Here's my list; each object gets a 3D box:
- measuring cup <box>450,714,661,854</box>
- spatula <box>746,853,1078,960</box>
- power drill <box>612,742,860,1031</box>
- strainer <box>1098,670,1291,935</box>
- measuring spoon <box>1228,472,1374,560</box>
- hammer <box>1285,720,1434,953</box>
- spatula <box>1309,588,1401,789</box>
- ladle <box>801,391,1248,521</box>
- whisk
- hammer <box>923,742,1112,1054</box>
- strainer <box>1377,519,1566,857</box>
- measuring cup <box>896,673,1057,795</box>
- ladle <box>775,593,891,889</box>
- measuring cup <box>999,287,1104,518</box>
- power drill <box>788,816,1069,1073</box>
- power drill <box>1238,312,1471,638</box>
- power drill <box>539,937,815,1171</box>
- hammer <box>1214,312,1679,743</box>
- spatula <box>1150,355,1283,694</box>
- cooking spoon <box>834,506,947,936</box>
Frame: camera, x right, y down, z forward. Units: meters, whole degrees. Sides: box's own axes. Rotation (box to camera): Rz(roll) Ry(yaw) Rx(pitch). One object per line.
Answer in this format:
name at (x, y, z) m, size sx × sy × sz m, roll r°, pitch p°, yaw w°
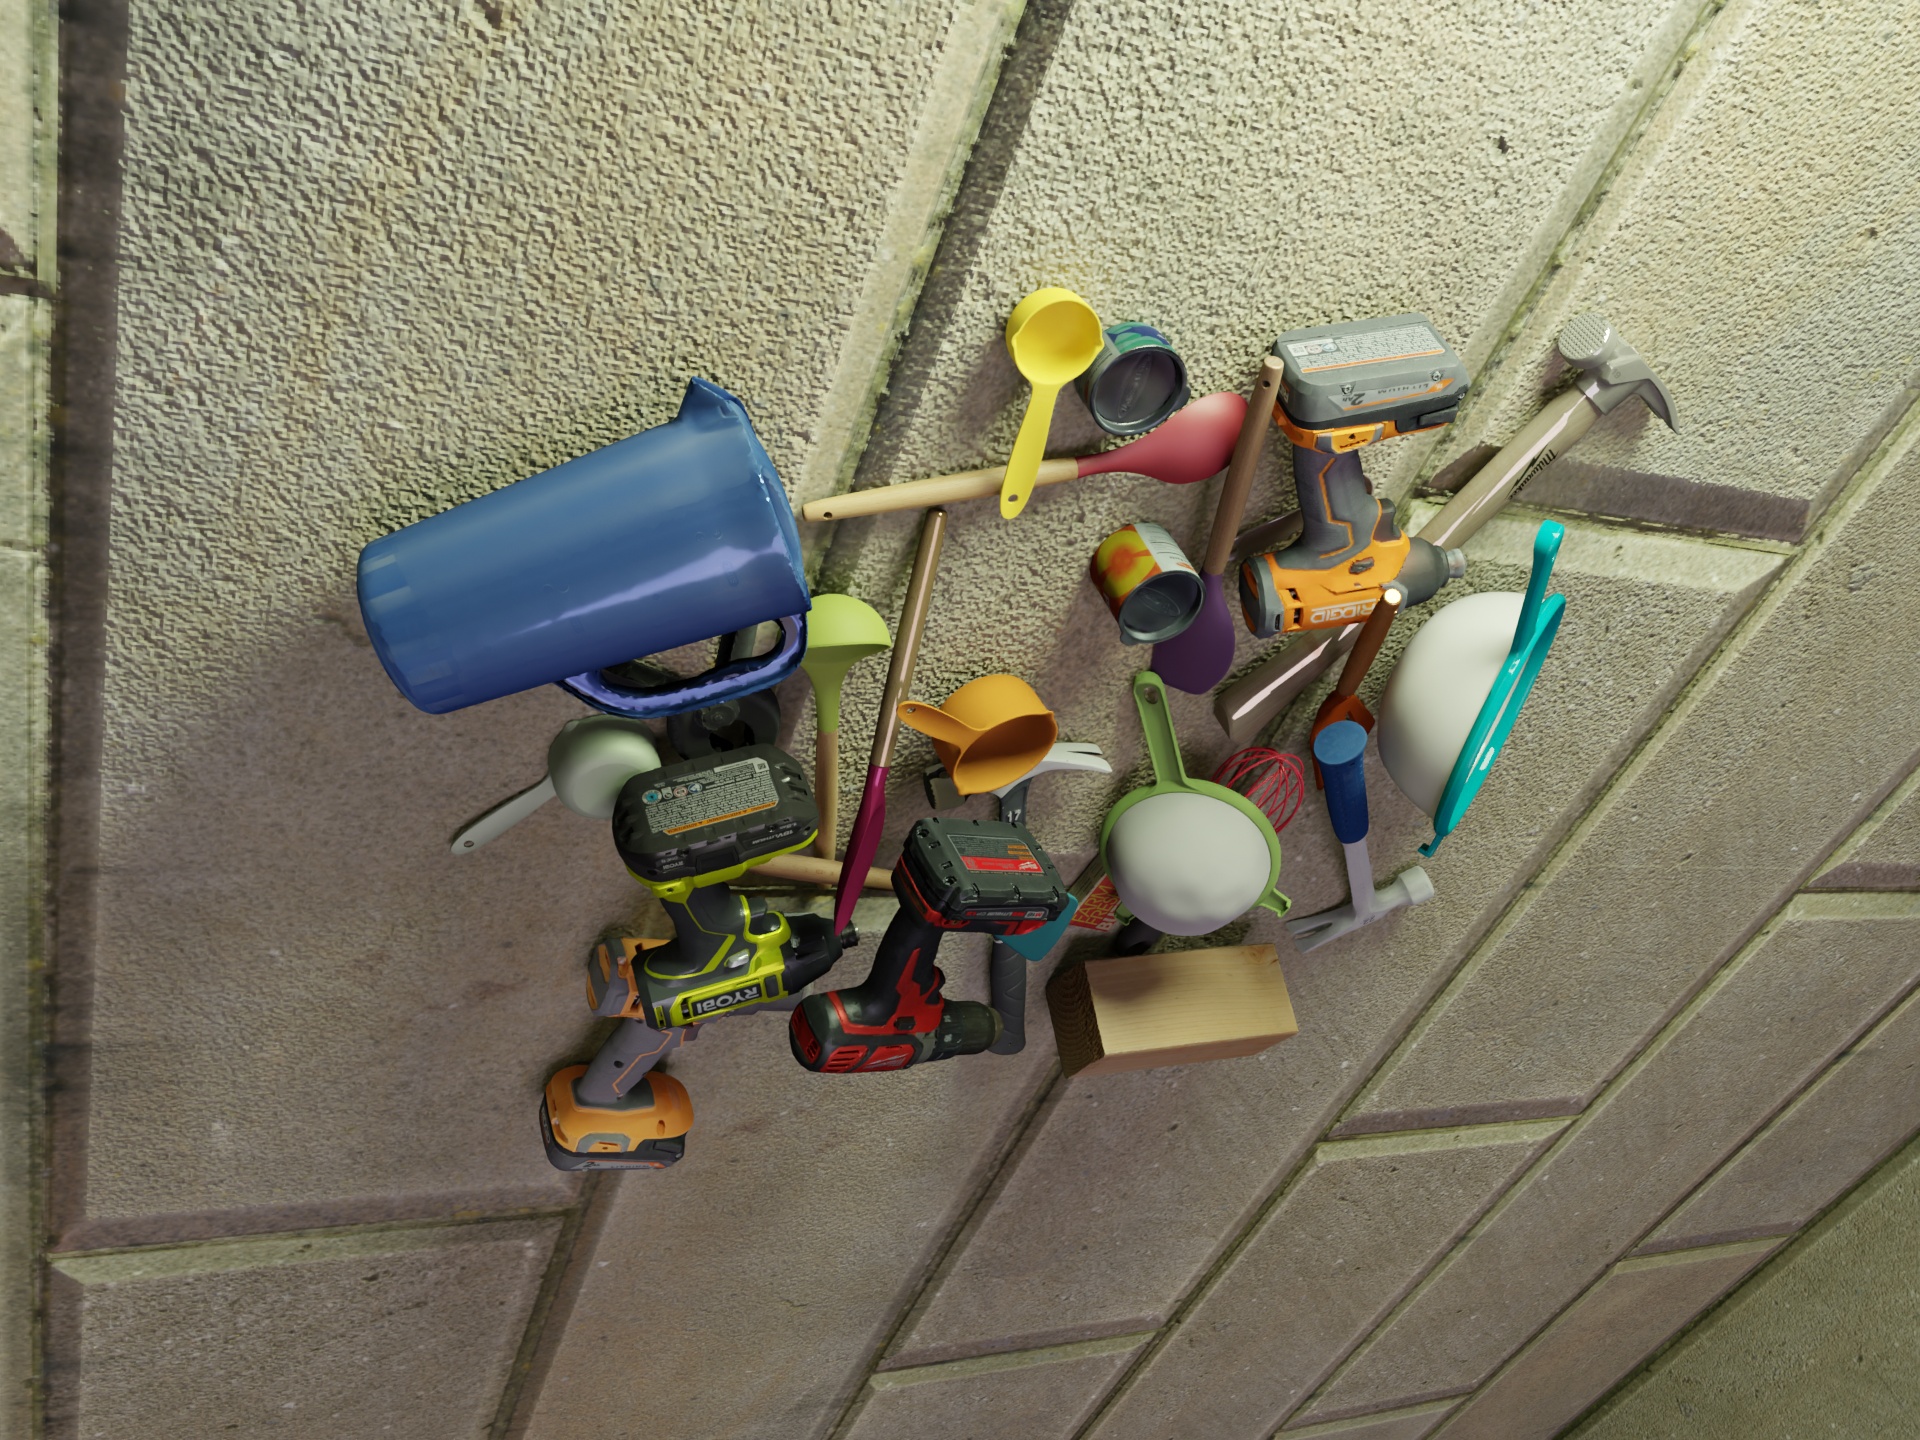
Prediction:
measuring cup at (-0.283, 0.059, 1.106) m, size 0.167 × 0.038 × 0.083 m, roll -32°, pitch 137°, yaw 5°
spatula at (-0.066, 0.130, 1.235) m, size 0.317 × 0.044 × 0.082 m, roll 11°, pitch 131°, yaw -22°
power drill at (-0.160, 0.126, 1.149) m, size 0.171 × 0.080 × 0.223 m, roll -15°, pitch 138°, yaw -14°
strainer at (0.170, 0.083, 1.272) m, size 0.151 × 0.069 × 0.256 m, roll -5°, pitch 123°, yaw 19°
measuring spoon at (0.241, -0.149, 1.160) m, size 0.124 × 0.018 × 0.034 m, roll -25°, pitch 131°, yaw 11°
hammer at (0.339, 0.107, 1.389) m, size 0.144 × 0.035 × 0.405 m, roll -26°, pitch 150°, yaw 4°
spatula at (0.308, -0.028, 1.219) m, size 0.081 × 0.041 × 0.322 m, roll -49°, pitch 165°, yaw -11°
ladle at (0.050, -0.164, 1.047) m, size 0.315 × 0.031 × 0.069 m, roll -12°, pitch 136°, yaw -11°
whisk at (0.208, 0.122, 1.387) m, size 0.073 × 0.073 × 0.295 m, roll 4°, pitch 138°, yaw -28°
hammer at (0.046, 0.166, 1.371) m, size 0.149 × 0.036 × 0.408 m, roll -14°, pitch 137°, yaw -13°
strainer at (0.385, -0.053, 1.215) m, size 0.211 × 0.095 × 0.340 m, roll -53°, pitch 156°, yaw -22°
measuring cup at (-0.002, -0.004, 1.144) m, size 0.095 × 0.052 × 0.173 m, roll -43°, pitch 145°, yaw 17°
ladle at (-0.095, 0.031, 1.154) m, size 0.078 × 0.062 × 0.319 m, roll -4°, pitch 137°, yaw -10°
measuring cup at (0.044, -0.199, 1.000) m, size 0.062 × 0.029 × 0.156 m, roll -2°, pitch 131°, yaw -22°
power drill at (-0.008, 0.183, 1.209) m, size 0.187 × 0.080 × 0.226 m, roll 7°, pitch 127°, yaw -38°
power drill at (0.282, -0.160, 1.096) m, size 0.164 × 0.084 × 0.226 m, roll -9°, pitch 134°, yaw -5°
power drill at (-0.237, 0.272, 1.316) m, size 0.185 × 0.084 × 0.226 m, roll 8°, pitch 124°, yaw -31°
hammer at (0.360, -0.123, 1.222) m, size 0.146 × 0.038 × 0.410 m, roll 24°, pitch 120°, yaw -41°
spatula at (0.185, -0.124, 1.115) m, size 0.060 × 0.018 × 0.315 m, roll 20°, pitch 141°, yaw 11°
cooking spoon at (-0.051, 0.006, 1.103) m, size 0.017 × 0.069 × 0.318 m, roll 18°, pitch 110°, yaw 10°
